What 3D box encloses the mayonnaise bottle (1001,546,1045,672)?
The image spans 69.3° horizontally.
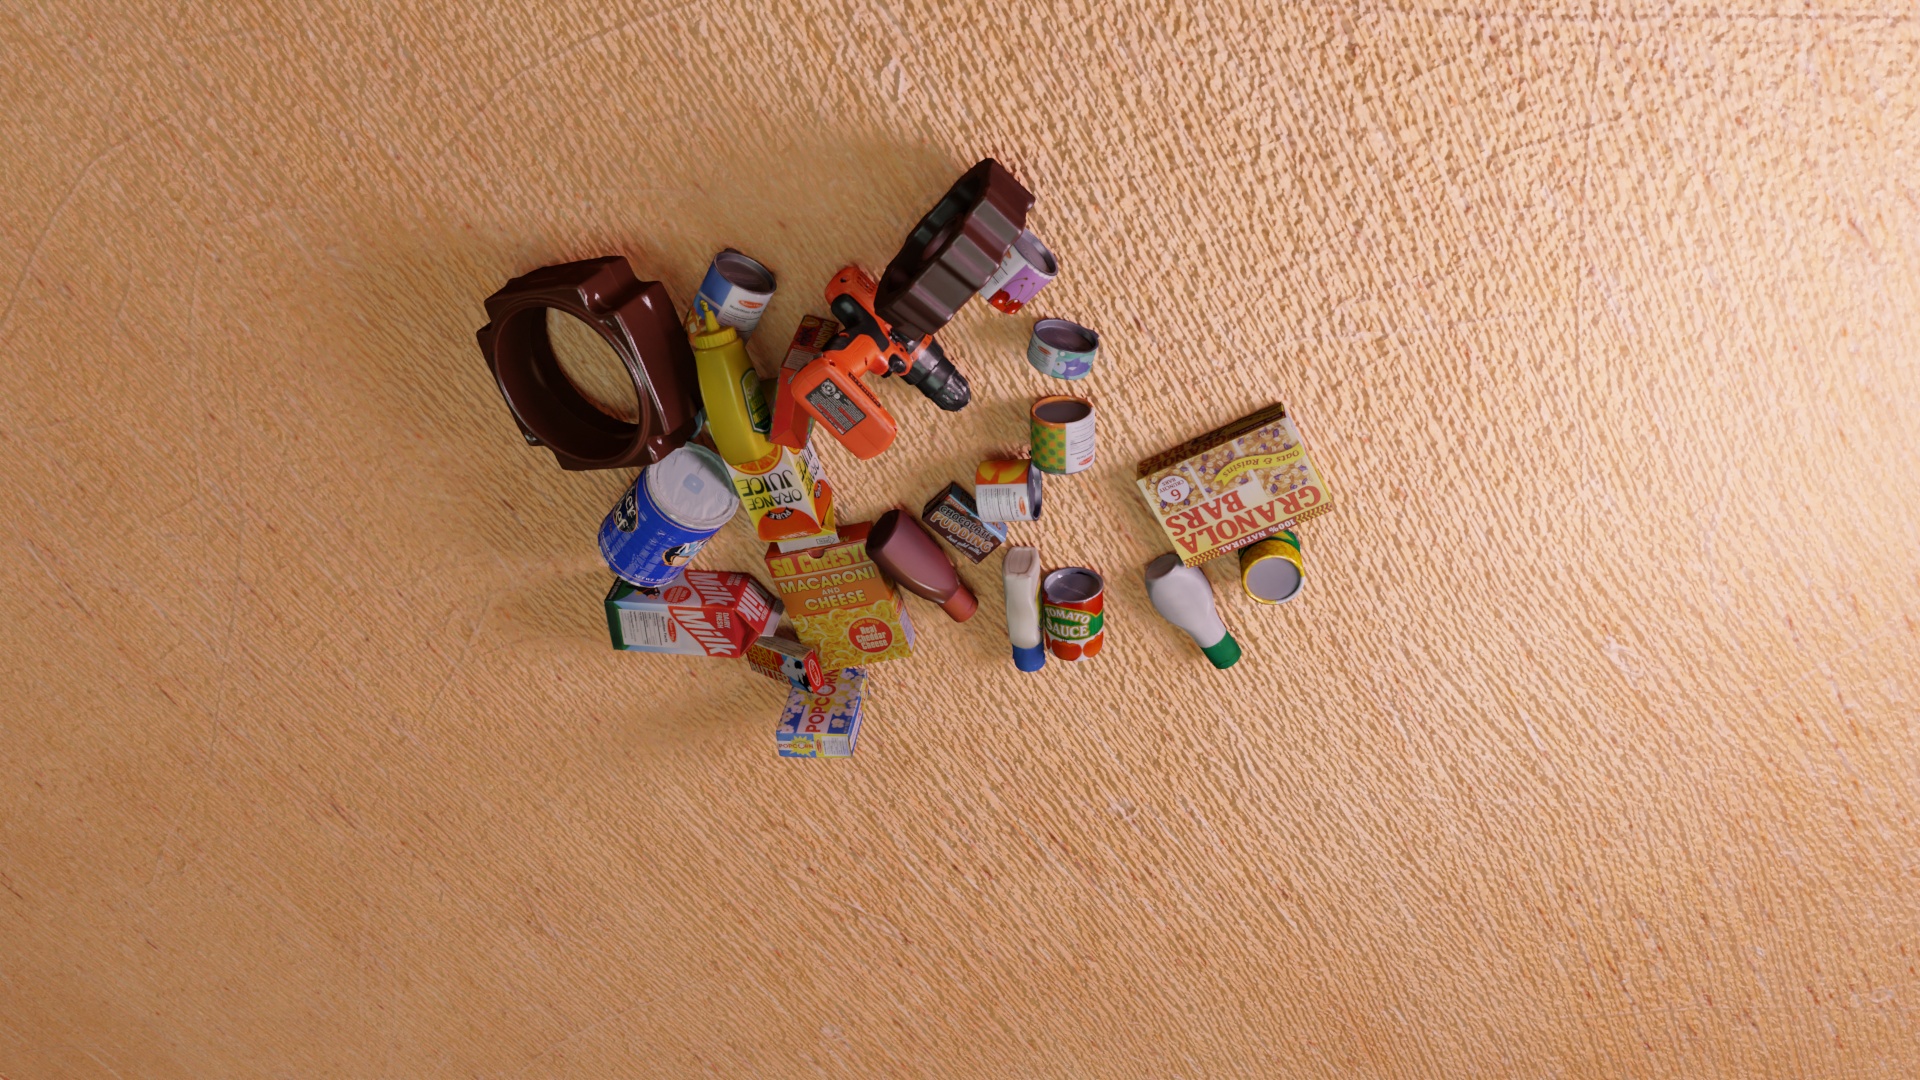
[{"bbox_3d":[0.072,0.080,1.539,0.041,0.065,0.147,0,127,11],"label":"mayonnaise bottle"}]

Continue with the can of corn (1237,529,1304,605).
[{"bbox_3d":[0.326,0.025,1.469,0.071,0.058,0.070,3,123,5],"label":"can of corn"}]

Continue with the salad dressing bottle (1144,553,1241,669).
[{"bbox_3d":[0.258,0.080,1.524,0.064,0.044,0.147,-28,117,21],"label":"salad dressing bottle"}]

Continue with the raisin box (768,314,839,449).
[{"bbox_3d":[-0.154,-0.157,1.372,0.040,0.124,0.085,12,124,-1],"label":"raisin box"}]

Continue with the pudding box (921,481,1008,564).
[{"bbox_3d":[0.005,-0.019,1.499,0.083,0.030,0.049,40,119,-18],"label":"pudding box"}]

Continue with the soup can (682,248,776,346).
[{"bbox_3d":[-0.229,-0.234,1.370,0.071,0.072,0.083,28,123,-11],"label":"soup can"}]

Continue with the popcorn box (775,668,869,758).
[{"bbox_3d":[-0.158,0.198,1.606,0.085,0.127,0.038,0,120,8],"label":"popcorn box"}]

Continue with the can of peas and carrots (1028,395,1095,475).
[{"bbox_3d":[0.101,-0.108,1.408,0.071,0.071,0.058,1,123,7],"label":"can of peas and carrots"}]

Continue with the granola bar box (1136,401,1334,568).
[{"bbox_3d":[0.282,-0.055,1.433,0.165,0.039,0.124,-24,117,21],"label":"granola bar box"}]

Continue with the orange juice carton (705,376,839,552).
[{"bbox_3d":[-0.192,-0.069,1.466,0.072,0.073,0.191,-12,121,15],"label":"orange juice carton"}]

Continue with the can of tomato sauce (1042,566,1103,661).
[{"bbox_3d":[0.124,0.082,1.526,0.071,0.071,0.082,0,124,7],"label":"can of tomato sauce"}]

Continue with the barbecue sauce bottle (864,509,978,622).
[{"bbox_3d":[-0.038,0.033,1.523,0.043,0.065,0.148,-11,134,45],"label":"barbecue sauce bottle"}]

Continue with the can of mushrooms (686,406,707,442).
[{"bbox_3d":[-0.300,-0.136,1.461,0.071,0.034,0.070,3,123,5],"label":"can of mushrooms"}]

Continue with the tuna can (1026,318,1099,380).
[{"bbox_3d":[0.101,-0.187,1.356,0.071,0.071,0.032,14,125,-2],"label":"tuna can"}]

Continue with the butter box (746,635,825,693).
[{"bbox_3d":[-0.205,0.138,1.606,0.103,0.024,0.053,15,133,36],"label":"butter box"}]

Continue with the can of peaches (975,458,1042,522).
[{"bbox_3d":[0.051,-0.053,1.449,0.058,0.071,0.071,-2,123,16],"label":"can of peaches"}]

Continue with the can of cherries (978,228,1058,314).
[{"bbox_3d":[0.051,-0.256,1.317,0.071,0.072,0.058,39,120,-17],"label":"can of cherries"}]

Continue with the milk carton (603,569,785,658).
[{"bbox_3d":[-0.298,0.082,1.581,0.191,0.073,0.073,4,124,6],"label":"milk carton"}]

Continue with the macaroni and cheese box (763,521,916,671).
[{"bbox_3d":[-0.133,0.066,1.568,0.123,0.040,0.165,-11,121,14],"label":"macaroni and cheese box"}]

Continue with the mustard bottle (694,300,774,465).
[{"bbox_3d":[-0.224,-0.154,1.340,0.049,0.065,0.159,-8,110,18],"label":"mustard bottle"}]
